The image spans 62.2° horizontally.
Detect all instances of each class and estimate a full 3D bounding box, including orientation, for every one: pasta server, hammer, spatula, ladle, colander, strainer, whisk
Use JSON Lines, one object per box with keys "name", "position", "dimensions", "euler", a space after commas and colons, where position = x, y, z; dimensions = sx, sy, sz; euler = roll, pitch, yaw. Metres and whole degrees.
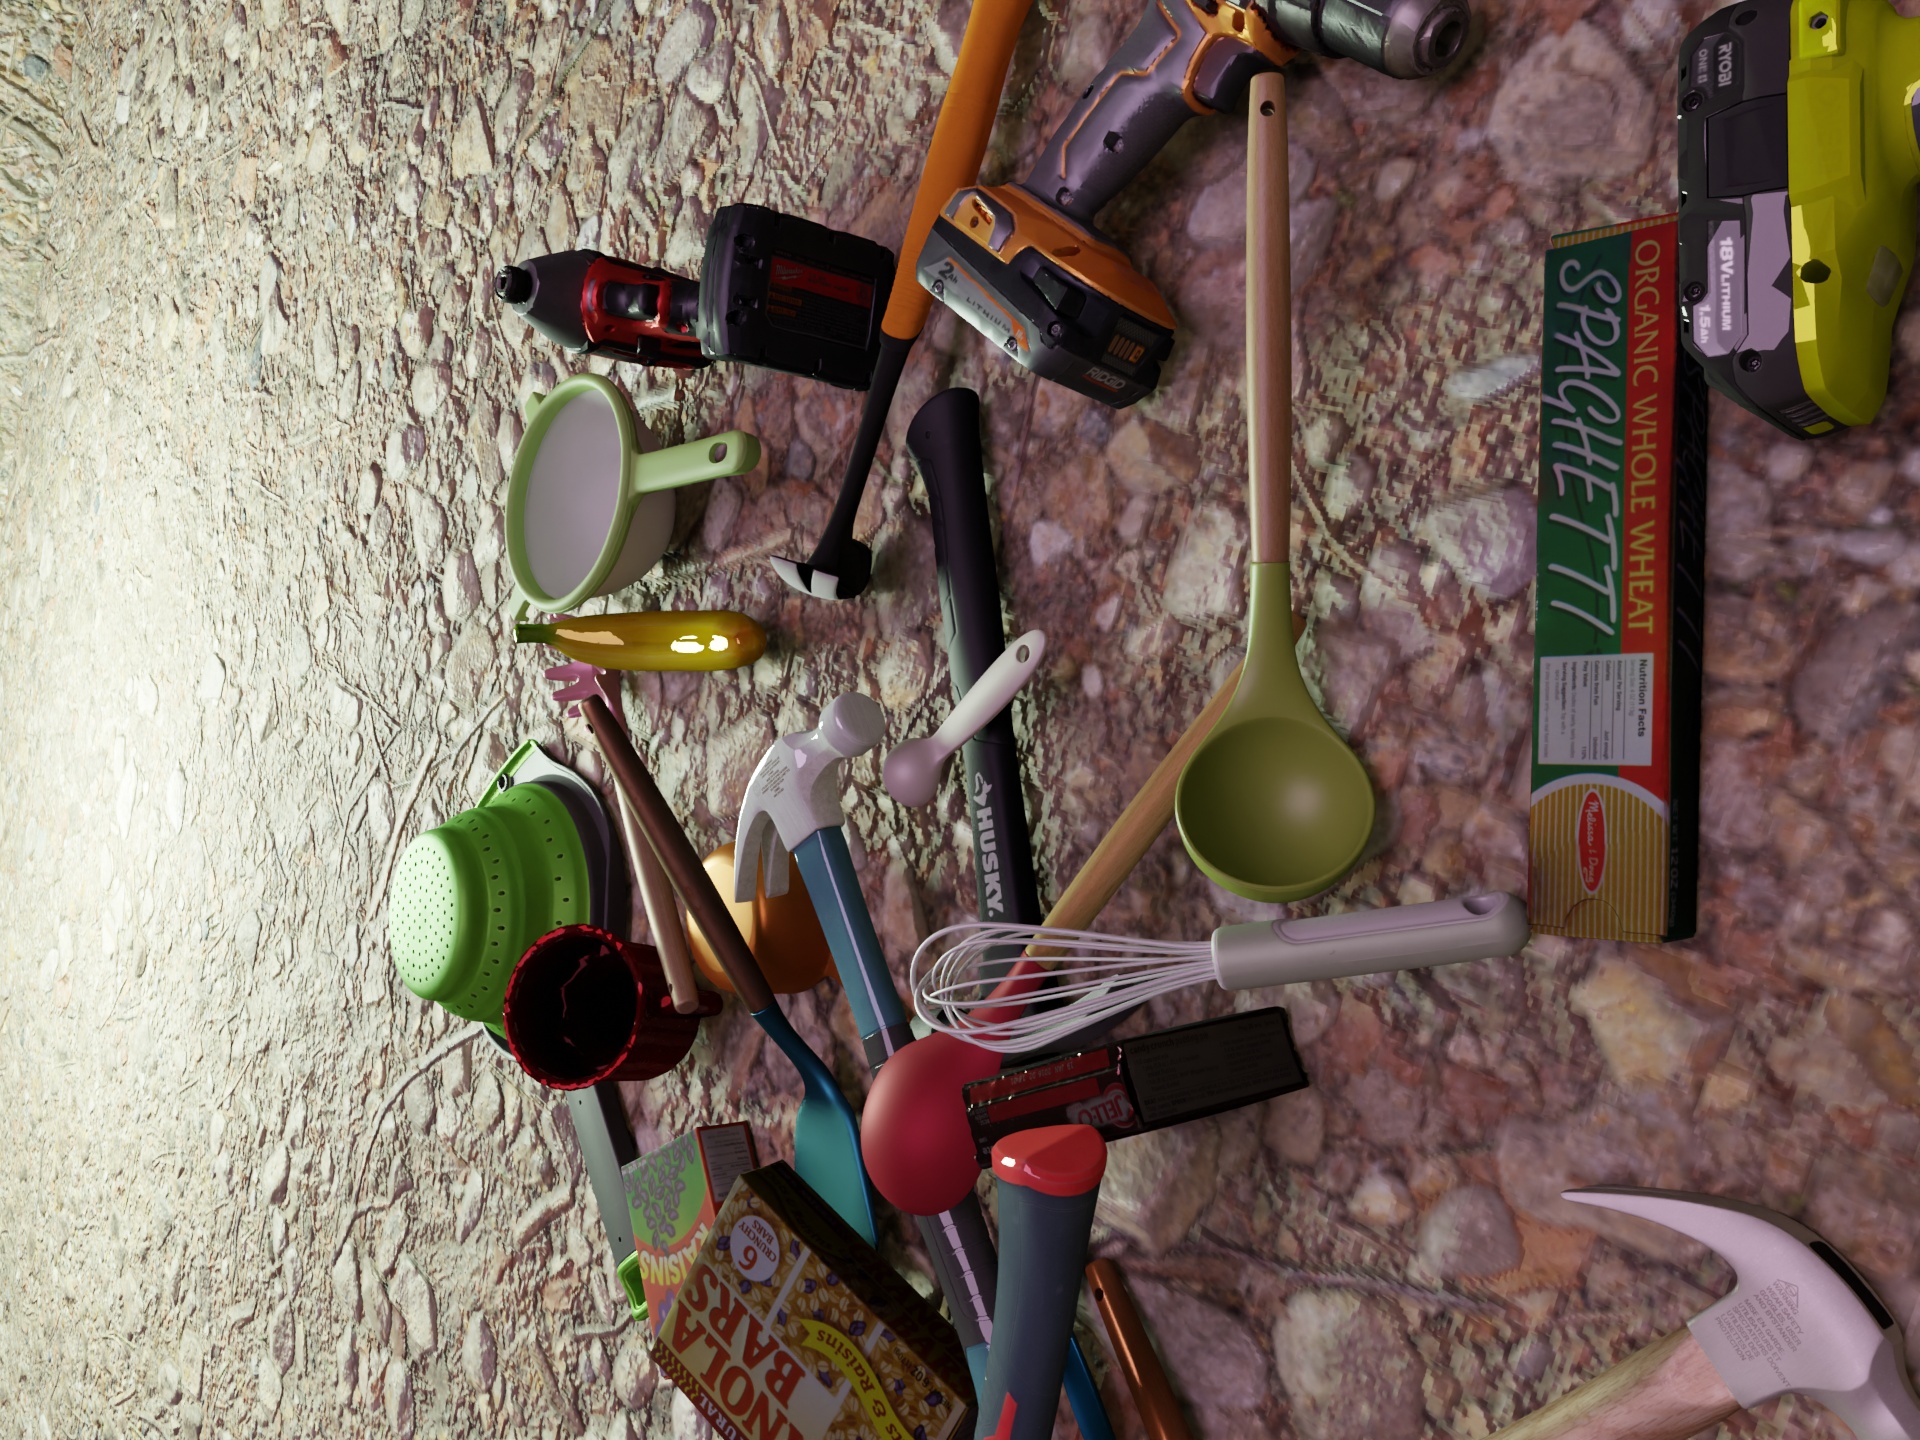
{"name": "pasta server", "position": [-0.207, 0.047, 0.963], "dimensions": [0.317, 0.040, 0.060], "euler": [65, 145, 40]}
{"name": "hammer", "position": [0.027, 0.327, 0.646], "dimensions": [0.143, 0.038, 0.386], "euler": [36, 129, 42]}
{"name": "spatula", "position": [-0.122, 0.131, 0.820], "dimensions": [0.082, 0.044, 0.317], "euler": [-14, 106, 54]}
{"name": "ladle", "position": [0.121, -0.088, 0.619], "dimensions": [0.078, 0.062, 0.320], "euler": [-1, 97, 8]}
{"name": "colander", "position": [-0.283, 0.193, 1.018], "dimensions": [0.204, 0.094, 0.397], "euler": [-46, 56, 33]}
{"name": "hammer", "position": [-0.023, -0.223, 0.797], "dimensions": [0.034, 0.127, 0.337], "euler": [18, 95, 3]}
{"name": "ladle", "position": [0.050, 0.083, 0.683], "dimensions": [0.069, 0.031, 0.315], "euler": [40, 99, 32]}
{"name": "strainer", "position": [-0.186, -0.140, 0.969], "dimensions": [0.256, 0.069, 0.151], "euler": [-3, 82, 45]}
{"name": "hammer", "position": [0.016, -0.003, 0.772], "dimensions": [0.146, 0.035, 0.335], "euler": [-19, 72, 44]}
{"name": "whisk", "position": [0.094, 0.093, 0.620], "dimensions": [0.246, 0.058, 0.059], "euler": [-11, 110, 19]}
{"name": "hammer", "position": [0.171, 0.278, 0.564], "dimensions": [0.331, 0.031, 0.130], "euler": [-45, 54, 26]}
{"name": "spatula", "position": [0.125, 0.368, 0.634], "dimensions": [0.081, 0.041, 0.323], "euler": [-48, 51, 31]}
{"name": "hammer", "position": [-0.031, 0.160, 0.756], "dimensions": [0.128, 0.033, 0.331], "euler": [-38, 67, 44]}

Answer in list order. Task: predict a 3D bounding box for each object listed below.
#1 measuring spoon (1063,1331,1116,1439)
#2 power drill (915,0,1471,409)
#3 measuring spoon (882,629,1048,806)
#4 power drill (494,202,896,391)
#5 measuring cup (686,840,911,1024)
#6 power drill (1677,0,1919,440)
{"name": "measuring spoon", "position": [0.056, 0.284, 0.720], "dimensions": [0.042, 0.021, 0.129], "euler": [-34, 71, 48]}
{"name": "power drill", "position": [0.096, -0.250, 0.686], "dimensions": [0.186, 0.084, 0.226], "euler": [47, 114, 36]}
{"name": "measuring spoon", "position": [-0.001, -0.002, 0.751], "dimensions": [0.124, 0.018, 0.034], "euler": [-47, 54, 33]}
{"name": "power drill", "position": [-0.153, -0.234, 0.893], "dimensions": [0.220, 0.143, 0.078], "euler": [12, 97, 43]}
{"name": "measuring cup", "position": [-0.089, 0.127, 0.853], "dimensions": [0.174, 0.052, 0.095], "euler": [37, 112, 44]}
{"name": "power drill", "position": [0.328, -0.147, 0.435], "dimensions": [0.228, 0.080, 0.190], "euler": [-2, 84, 43]}
